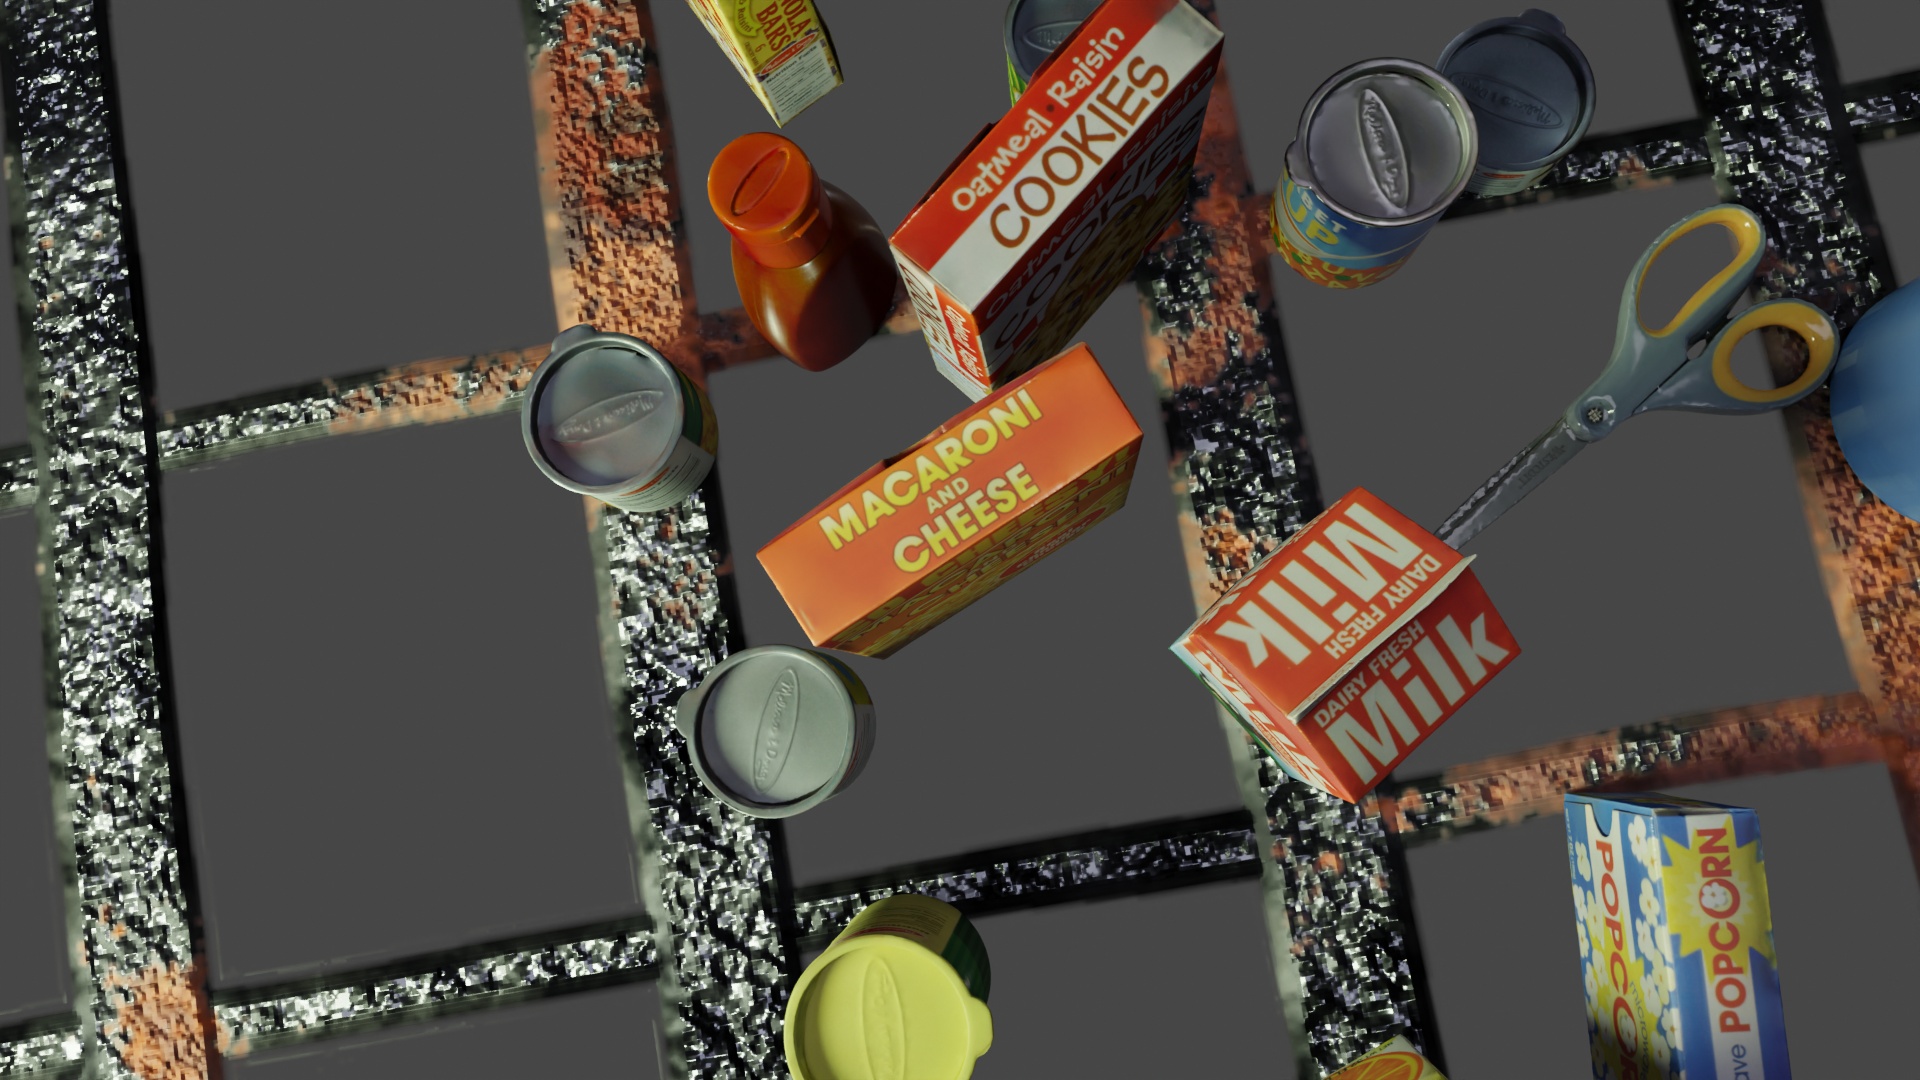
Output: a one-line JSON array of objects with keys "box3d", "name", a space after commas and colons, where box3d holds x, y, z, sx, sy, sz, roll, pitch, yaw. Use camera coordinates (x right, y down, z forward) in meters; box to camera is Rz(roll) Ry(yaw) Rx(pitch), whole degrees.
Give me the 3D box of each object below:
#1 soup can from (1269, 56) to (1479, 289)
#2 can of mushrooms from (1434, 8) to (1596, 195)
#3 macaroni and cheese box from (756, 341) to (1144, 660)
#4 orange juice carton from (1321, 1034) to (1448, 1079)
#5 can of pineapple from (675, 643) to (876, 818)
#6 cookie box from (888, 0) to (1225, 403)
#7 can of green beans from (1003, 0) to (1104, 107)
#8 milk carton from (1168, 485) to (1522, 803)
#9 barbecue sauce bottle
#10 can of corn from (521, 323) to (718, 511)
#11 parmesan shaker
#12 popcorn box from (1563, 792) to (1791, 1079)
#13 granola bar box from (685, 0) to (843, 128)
[{"box3d": [0.159, -0.143, 0.554, 0.071, 0.083, 0.071, -1, 83, 4], "name": "soup can"}, {"box3d": [0.227, -0.182, 0.579, 0.071, 0.033, 0.071, -1, 83, 4], "name": "can of mushrooms"}, {"box3d": [0.002, -0.006, 0.507, 0.124, 0.166, 0.040, -33, 82, 0], "name": "macaroni and cheese box"}, {"box3d": [0.155, 0.232, 0.452, 0.072, 0.192, 0.073, -31, 82, 0], "name": "orange juice carton"}, {"box3d": [-0.071, 0.074, 0.557, 0.071, 0.058, 0.071, -1, 83, 4], "name": "can of pineapple"}, {"box3d": [0.036, -0.118, 0.518, 0.040, 0.167, 0.123, 41, 88, 8], "name": "cookie box"}, {"box3d": [0.052, -0.201, 0.583, 0.071, 0.058, 0.071, -1, 83, 4], "name": "can of green beans"}, {"box3d": [0.127, 0.037, 0.480, 0.072, 0.190, 0.073, -42, 82, -1], "name": "milk carton"}, {"box3d": [-0.060, -0.110, 0.534, 0.044, 0.148, 0.065, 38, 87, 8], "name": "barbecue sauce bottle"}, {"box3d": [-0.140, -0.050, 0.577, 0.071, 0.058, 0.071, -1, 83, 4], "name": "can of corn"}, {"box3d": [-0.020, 0.172, 0.518, 0.071, 0.103, 0.071, -1, 83, 4], "name": "parmesan shaker"}, {"box3d": [0.260, 0.158, 0.508, 0.038, 0.085, 0.127, -4, 83, 4], "name": "popcorn box"}, {"box3d": [-0.117, -0.266, 0.570, 0.039, 0.124, 0.165, -36, 82, 0], "name": "granola bar box"}]
